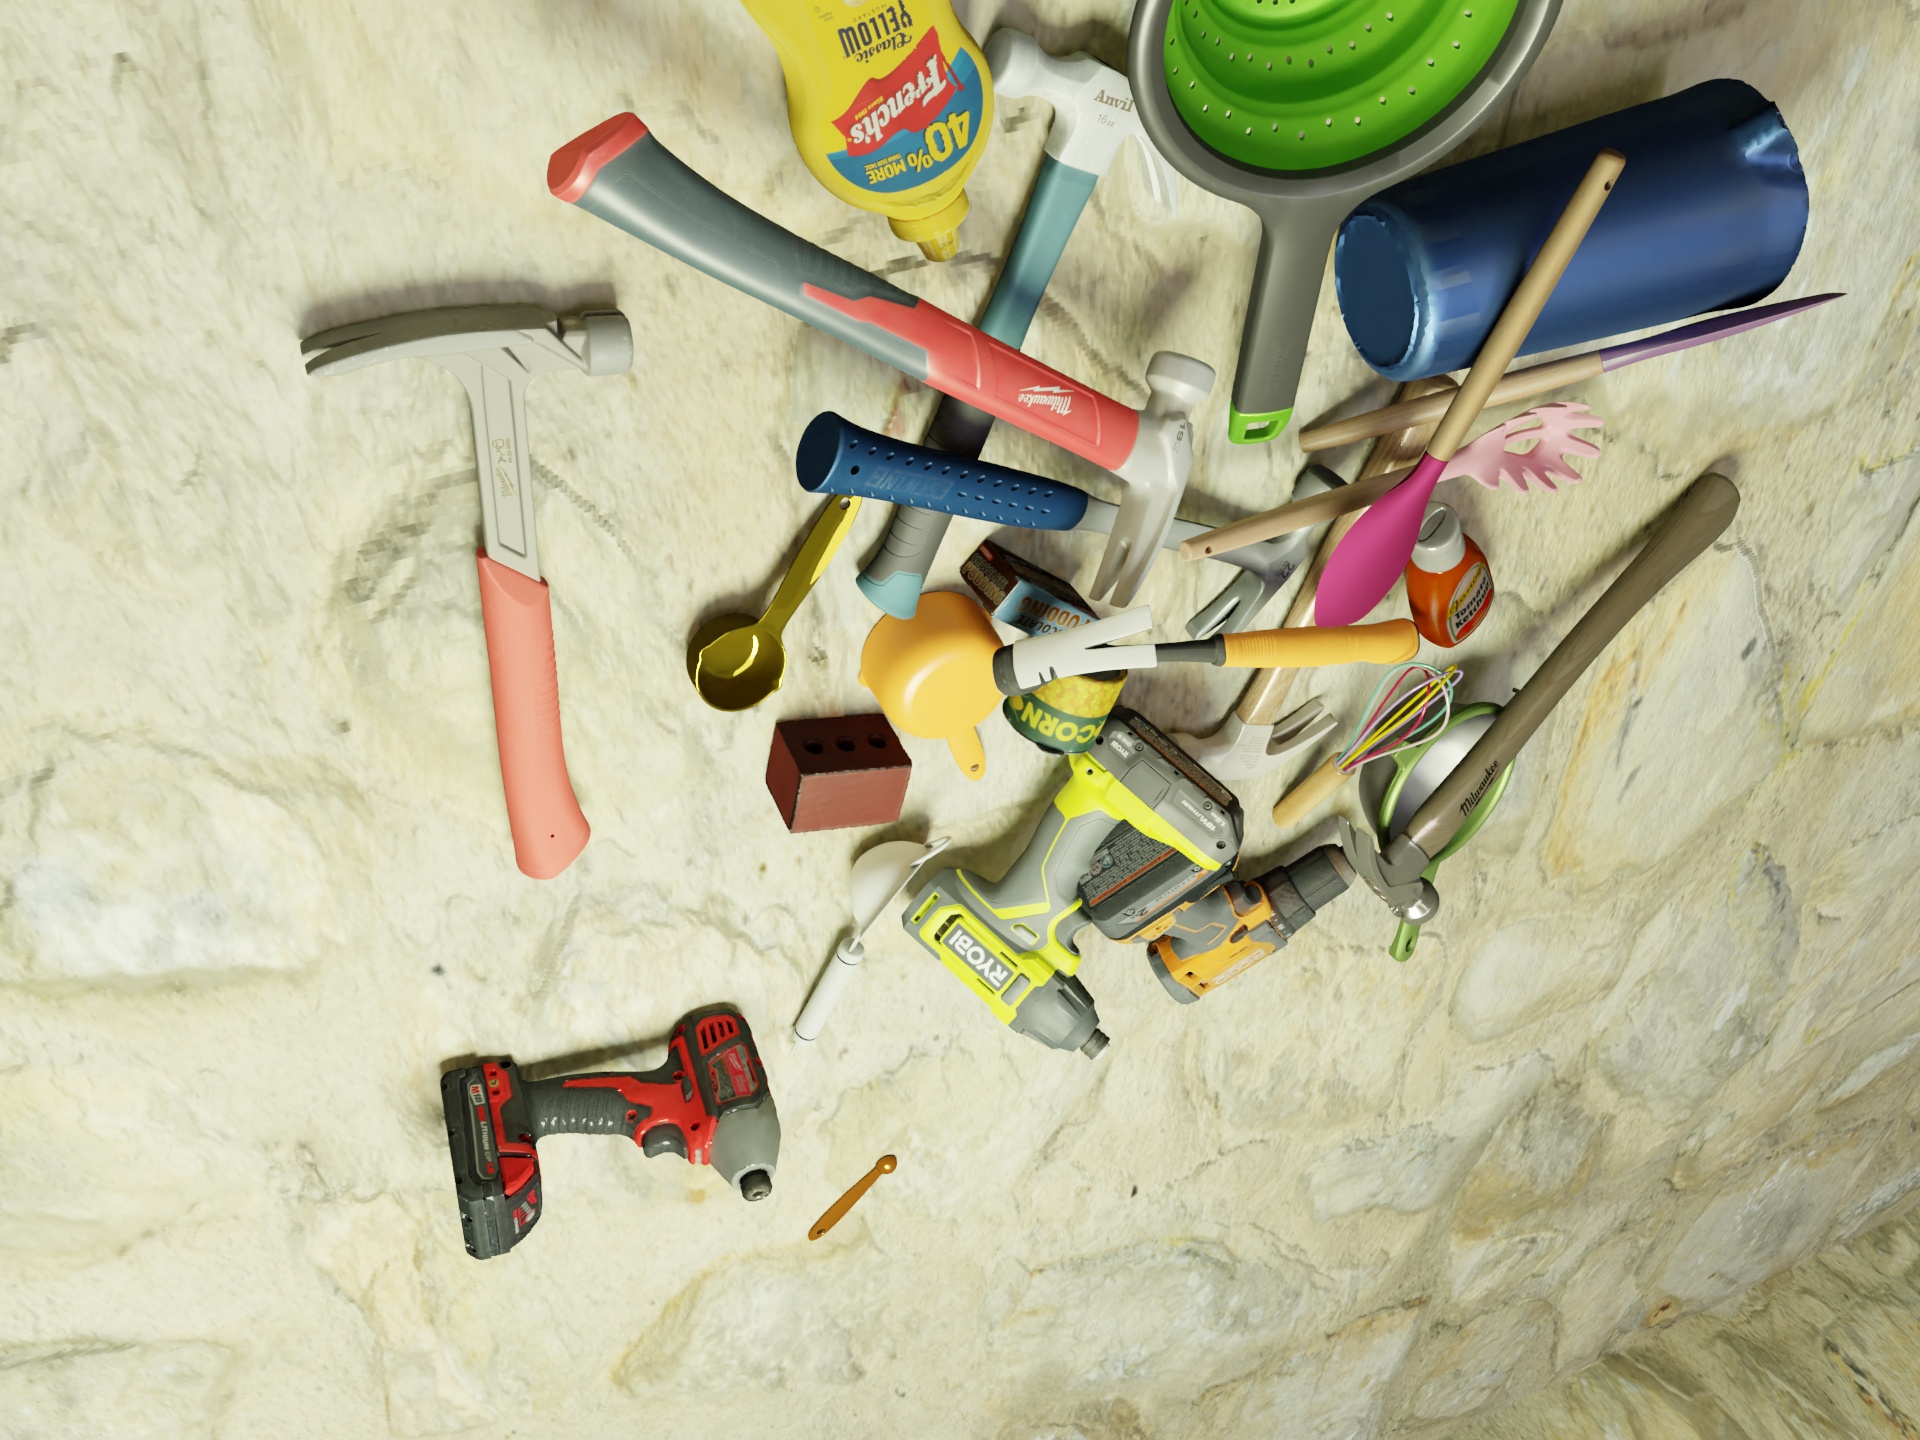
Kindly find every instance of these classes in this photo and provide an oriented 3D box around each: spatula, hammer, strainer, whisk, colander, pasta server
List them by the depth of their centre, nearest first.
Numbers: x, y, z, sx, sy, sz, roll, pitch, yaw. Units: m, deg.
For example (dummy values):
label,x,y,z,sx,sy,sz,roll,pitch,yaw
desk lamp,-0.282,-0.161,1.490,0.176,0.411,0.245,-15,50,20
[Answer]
label,x,y,z,sx,sy,sz,roll,pitch,yaw
hammer,-0.026,-0.172,0.775,0.386,0.038,0.143,17,93,-40
colander,0.171,-0.308,0.819,0.204,0.095,0.396,-7,146,-5
hammer,-0.246,-0.049,0.852,0.149,0.037,0.358,-11,133,-21
hammer,0.014,-0.196,0.870,0.128,0.033,0.330,4,127,-32
hammer,0.072,-0.117,0.939,0.405,0.035,0.144,5,127,-43
spatula,0.364,-0.212,0.971,0.316,0.060,0.018,-14,101,19
hammer,0.186,-0.047,1.006,0.336,0.034,0.127,-5,175,-39
pasta server,0.278,-0.147,1.013,0.316,0.040,0.060,-19,124,-21
hammer,0.255,-0.091,1.108,0.130,0.031,0.331,1,128,-31
strainer,-0.078,0.160,1.141,0.258,0.050,0.087,-61,174,35
whisk,0.291,0.024,1.174,0.051,0.047,0.245,20,147,-9
hammer,0.443,-0.031,1.201,0.410,0.038,0.146,-49,135,-2
strainer,0.364,0.083,1.290,0.151,0.069,0.256,-19,130,-29

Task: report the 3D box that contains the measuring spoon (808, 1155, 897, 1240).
label,x,y,z,sx,sy,sz,roll,pitch,yaw
measuring spoon,-0.094,0.422,1.393,0.021,0.011,0.117,27,113,-43

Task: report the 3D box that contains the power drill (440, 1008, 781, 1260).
label,x,y,z,sx,sy,sz,roll,pitch,yaw
power drill,-0.234,0.284,1.091,0.219,0.143,0.078,-9,136,-20

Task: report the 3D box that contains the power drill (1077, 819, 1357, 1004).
label,x,y,z,sx,sy,sz,roll,pitch,yaw
power drill,0.203,0.129,1.239,0.185,0.084,0.226,-35,142,12

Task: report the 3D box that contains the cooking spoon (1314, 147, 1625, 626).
label,x,y,z,sx,sy,sz,roll,pitch,yaw
cooking spoon,0.282,-0.171,0.899,0.068,0.017,0.318,-7,137,-30

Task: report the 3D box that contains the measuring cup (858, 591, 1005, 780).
label,x,y,z,sx,sy,sz,roll,pitch,yaw
measuring cup,-0.002,-0.003,1.023,0.095,0.052,0.173,-27,135,-5

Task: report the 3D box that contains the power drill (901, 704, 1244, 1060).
label,x,y,z,sx,sy,sz,roll,pitch,yaw
power drill,0.089,0.116,1.113,0.223,0.171,0.080,-51,173,14

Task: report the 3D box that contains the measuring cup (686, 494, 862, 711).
label,x,y,z,sx,sy,sz,roll,pitch,yaw
measuring cup,-0.106,-0.076,0.924,0.062,0.029,0.156,26,101,-43
